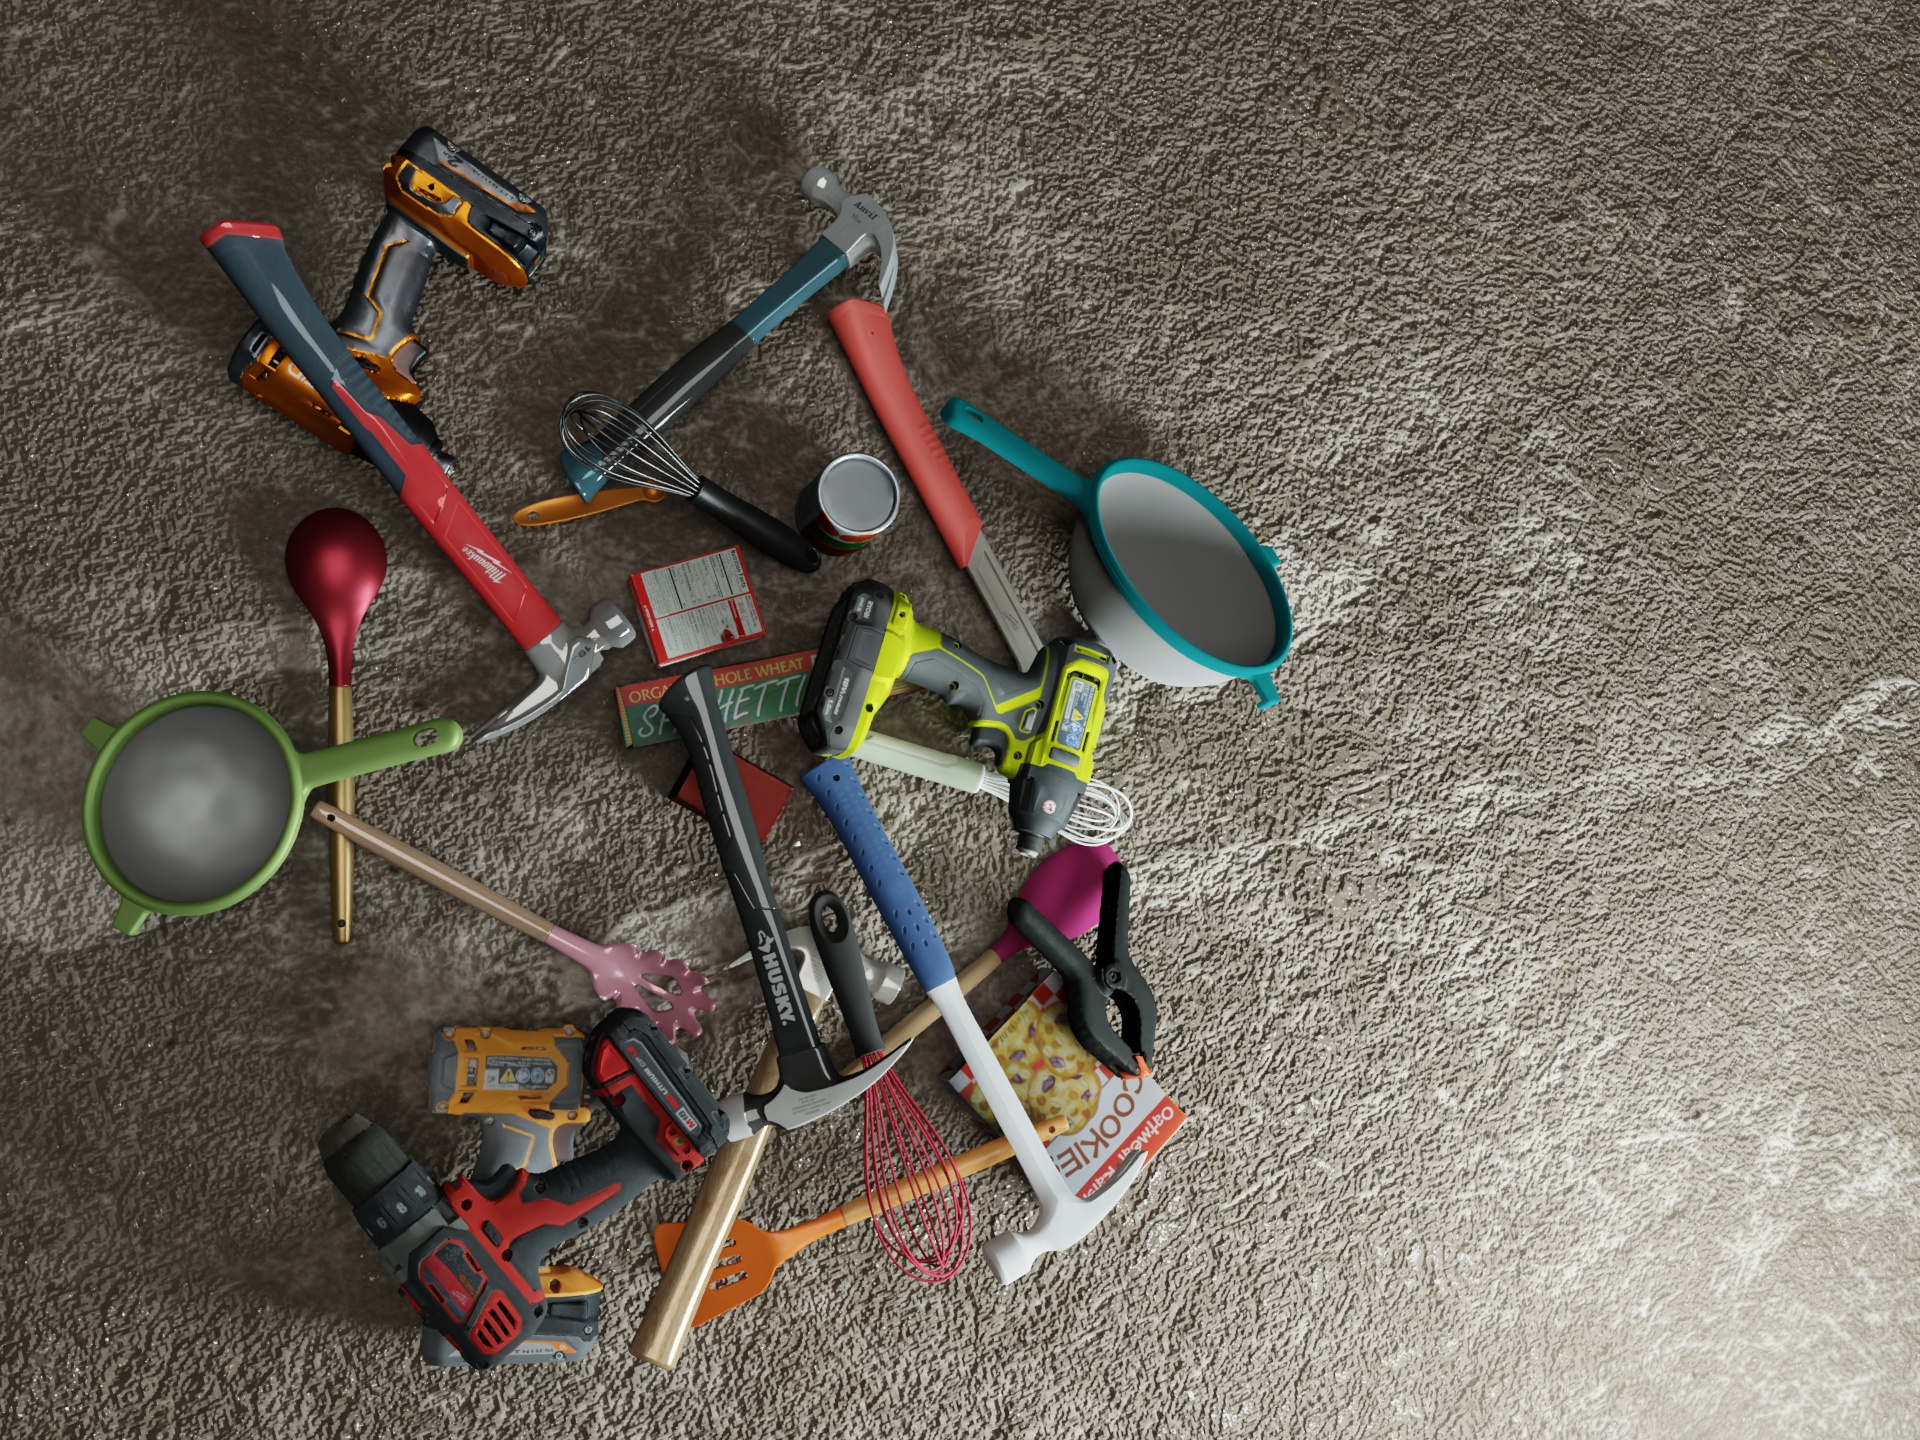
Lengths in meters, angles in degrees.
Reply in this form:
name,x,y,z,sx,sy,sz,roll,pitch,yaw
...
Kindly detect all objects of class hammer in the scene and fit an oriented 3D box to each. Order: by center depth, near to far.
name,x,y,z,sx,sy,sz,roll,pitch,yaw
hammer,-0.396,-0.166,1.106,0.143,0.038,0.386,-41,115,-15
hammer,-0.144,0.122,1.144,0.146,0.035,0.335,-18,86,5
hammer,-0.160,0.305,1.169,0.130,0.031,0.331,28,67,-11
hammer,-0.005,0.209,1.212,0.144,0.035,0.405,-26,82,-18
hammer,-0.179,-0.290,1.227,0.128,0.033,0.331,41,78,19
hammer,-0.017,-0.169,1.281,0.149,0.037,0.359,-30,95,-17

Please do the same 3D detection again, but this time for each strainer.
name,x,y,z,sx,sy,sz,roll,pitch,yaw
strainer,-0.459,0.045,1.087,0.256,0.069,0.151,-15,79,-2
strainer,0.108,-0.133,1.263,0.340,0.095,0.211,31,42,-18

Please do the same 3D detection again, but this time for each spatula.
name,x,y,z,sx,sy,sz,roll,pitch,yaw
spatula,-0.068,0.363,1.202,0.322,0.041,0.081,-19,89,-14

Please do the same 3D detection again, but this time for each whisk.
name,x,y,z,sx,sy,sz,roll,pitch,yaw
whisk,-0.059,0.265,1.172,0.073,0.073,0.296,-14,73,-18
whisk,-0.197,-0.170,1.190,0.238,0.055,0.055,30,76,-34
whisk,0.022,0.048,1.269,0.246,0.058,0.059,17,123,-11

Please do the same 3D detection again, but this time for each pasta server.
name,x,y,z,sx,sy,sz,roll,pitch,yaw
pasta server,-0.321,0.141,1.148,0.316,0.040,0.060,32,80,-16

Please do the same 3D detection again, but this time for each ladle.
name,x,y,z,sx,sy,sz,roll,pitch,yaw
ladle,-0.445,0.002,1.139,0.069,0.031,0.315,-1,87,-18

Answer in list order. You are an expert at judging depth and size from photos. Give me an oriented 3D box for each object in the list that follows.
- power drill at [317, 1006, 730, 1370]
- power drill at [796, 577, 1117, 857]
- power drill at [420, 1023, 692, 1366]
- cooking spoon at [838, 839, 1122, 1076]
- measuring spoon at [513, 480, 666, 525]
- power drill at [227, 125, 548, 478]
name,x,y,z,sx,sy,sz,roll,pitch,yaw
power drill,-0.290,0.288,1.062,0.227,0.080,0.188,-39,93,-22
power drill,-0.002,-0.004,1.212,0.223,0.080,0.171,19,77,-14
power drill,-0.289,0.331,1.133,0.185,0.084,0.226,5,79,-19
cooking spoon,0.009,0.204,1.265,0.319,0.017,0.068,-37,95,-17
measuring spoon,-0.282,-0.163,1.212,0.117,0.011,0.021,-14,67,-15
power drill,-0.394,-0.292,1.154,0.164,0.084,0.226,34,81,-13
